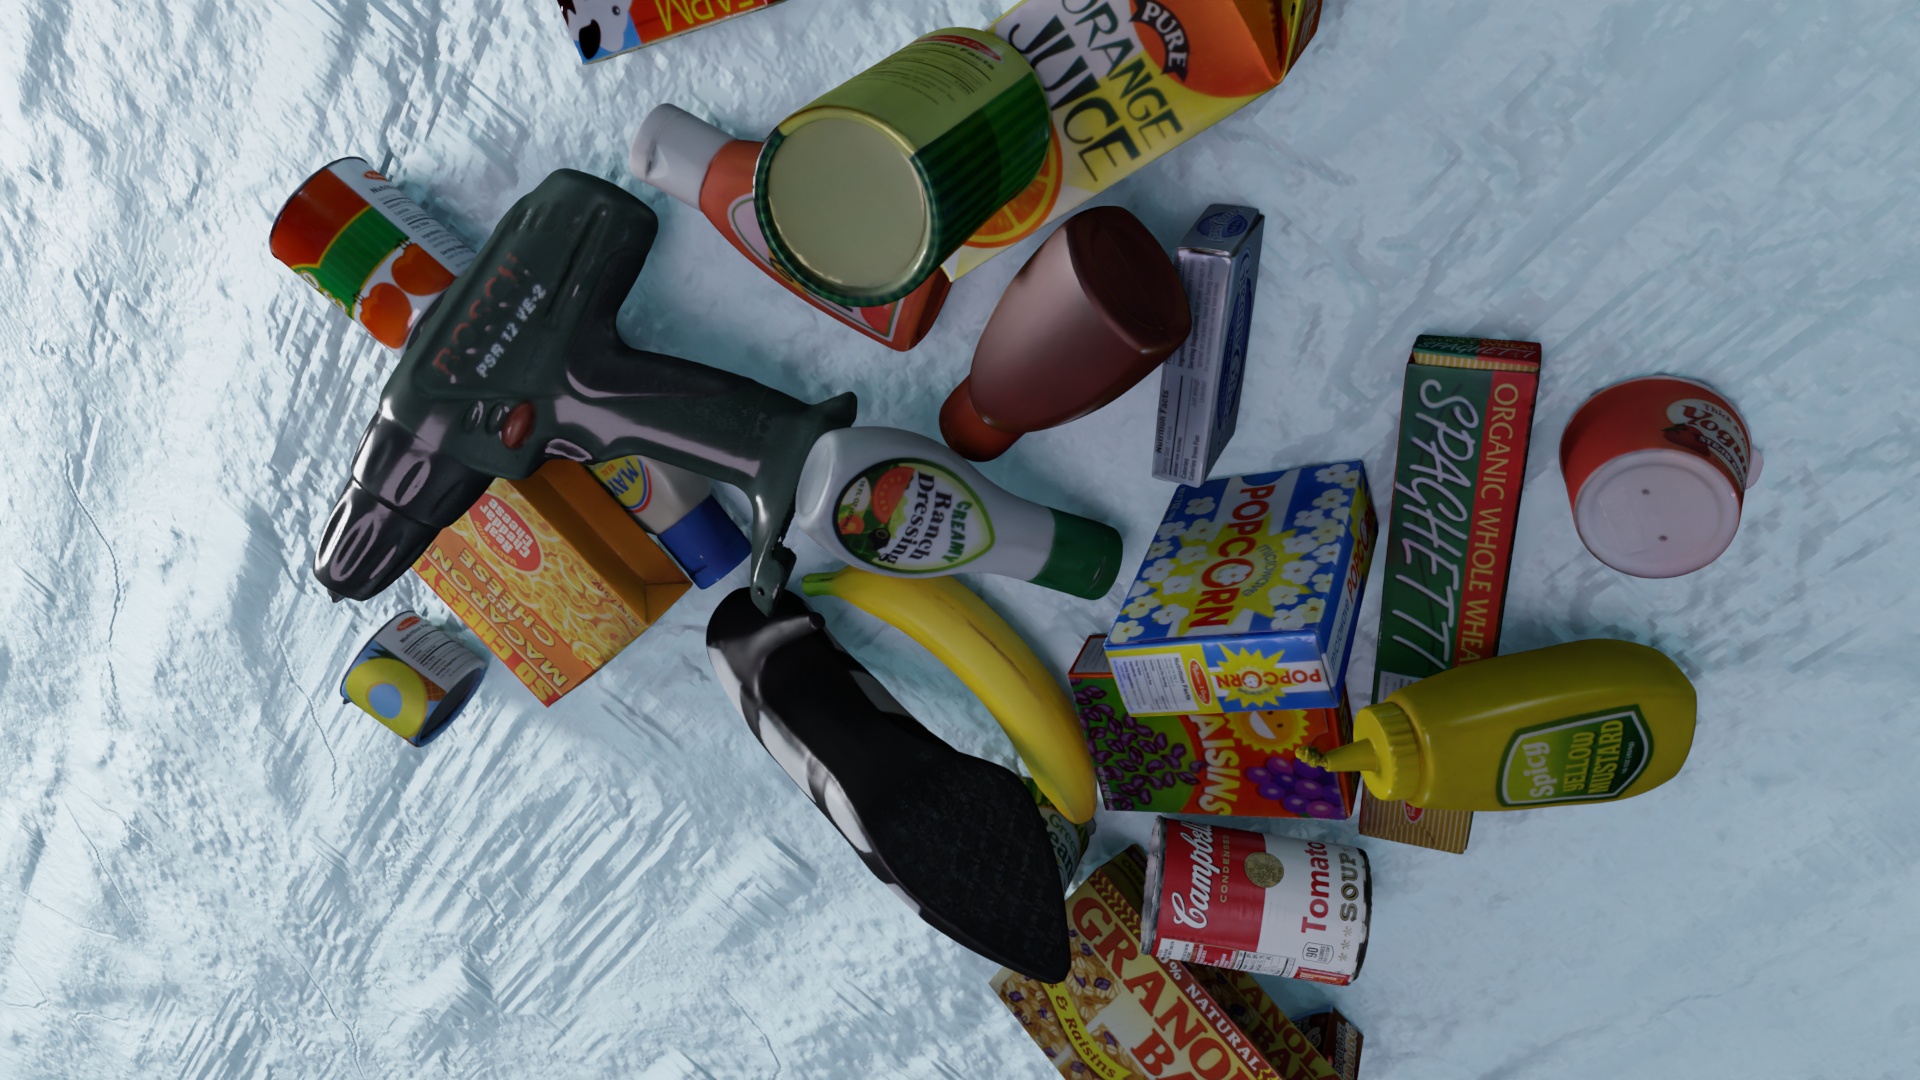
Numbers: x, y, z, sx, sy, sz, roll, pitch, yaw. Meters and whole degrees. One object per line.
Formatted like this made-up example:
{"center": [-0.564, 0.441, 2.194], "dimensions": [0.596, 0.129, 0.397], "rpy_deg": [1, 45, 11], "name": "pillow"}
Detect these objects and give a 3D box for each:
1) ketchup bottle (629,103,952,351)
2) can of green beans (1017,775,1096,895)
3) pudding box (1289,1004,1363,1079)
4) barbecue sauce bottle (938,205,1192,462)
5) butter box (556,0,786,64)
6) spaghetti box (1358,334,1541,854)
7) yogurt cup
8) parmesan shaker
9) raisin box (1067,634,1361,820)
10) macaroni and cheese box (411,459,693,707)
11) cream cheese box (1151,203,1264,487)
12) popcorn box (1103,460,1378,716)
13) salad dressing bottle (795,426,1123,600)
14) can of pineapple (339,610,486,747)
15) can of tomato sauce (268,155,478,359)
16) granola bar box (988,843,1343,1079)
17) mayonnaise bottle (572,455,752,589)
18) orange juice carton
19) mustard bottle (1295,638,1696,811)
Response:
{"center": [-0.073, -0.143, 0.611], "dimensions": [0.149, 0.044, 0.064], "rpy_deg": [29, 128, 7], "name": "ketchup bottle"}
{"center": [0.029, 0.171, 0.749], "dimensions": [0.071, 0.058, 0.071], "rpy_deg": [12, 124, 18], "name": "can of green beans"}
{"center": [0.177, 0.292, 0.761], "dimensions": [0.030, 0.050, 0.083], "rpy_deg": [47, 128, -10], "name": "pudding box"}
{"center": [0.034, -0.075, 0.574], "dimensions": [0.065, 0.044, 0.148], "rpy_deg": [61, 150, 6], "name": "barbecue sauce bottle"}
{"center": [-0.125, -0.241, 0.587], "dimensions": [0.103, 0.024, 0.053], "rpy_deg": [-6, 117, 28], "name": "butter box"}
{"center": [0.207, 0.030, 0.597], "dimensions": [0.050, 0.029, 0.248], "rpy_deg": [8, 123, 20], "name": "spaghetti box"}
{"center": [0.262, -0.022, 0.524], "dimensions": [0.072, 0.054, 0.072], "rpy_deg": [12, 124, 19], "name": "yogurt cup"}
{"center": [-0.020, -0.127, 0.466], "dimensions": [0.071, 0.103, 0.071], "rpy_deg": [12, 125, 18], "name": "parmesan shaker"}
{"center": [0.122, 0.088, 0.666], "dimensions": [0.123, 0.040, 0.085], "rpy_deg": [-3, 117, 26], "name": "raisin box"}
{"center": [-0.230, 0.017, 0.761], "dimensions": [0.123, 0.040, 0.165], "rpy_deg": [48, 142, -7], "name": "macaroni and cheese box"}
{"center": [0.100, -0.078, 0.564], "dimensions": [0.024, 0.054, 0.103], "rpy_deg": [14, 124, 19], "name": "cream cheese box"}
{"center": [0.119, 0.018, 0.570], "dimensions": [0.085, 0.127, 0.038], "rpy_deg": [-8, 119, 29], "name": "popcorn box"}
{"center": [0.002, -0.008, 0.621], "dimensions": [0.148, 0.044, 0.064], "rpy_deg": [16, 106, -24], "name": "salad dressing bottle"}
{"center": [-0.339, 0.088, 0.863], "dimensions": [0.058, 0.071, 0.070], "rpy_deg": [35, 128, 1], "name": "can of pineapple"}
{"center": [-0.291, -0.139, 0.699], "dimensions": [0.083, 0.071, 0.071], "rpy_deg": [40, 128, -3], "name": "can of tomato sauce"}
{"center": [0.107, 0.265, 0.744], "dimensions": [0.166, 0.039, 0.123], "rpy_deg": [48, 126, 19], "name": "granola bar box"}
{"center": [-0.167, -0.042, 0.719], "dimensions": [0.064, 0.041, 0.148], "rpy_deg": [-29, 104, 39], "name": "mayonnaise bottle"}
{"center": [0.060, -0.179, 0.509], "dimensions": [0.192, 0.072, 0.073], "rpy_deg": [-25, 108, 35], "name": "orange juice carton"}
{"center": [0.216, 0.082, 0.571], "dimensions": [0.160, 0.049, 0.065], "rpy_deg": [-8, 119, -6], "name": "mustard bottle"}
